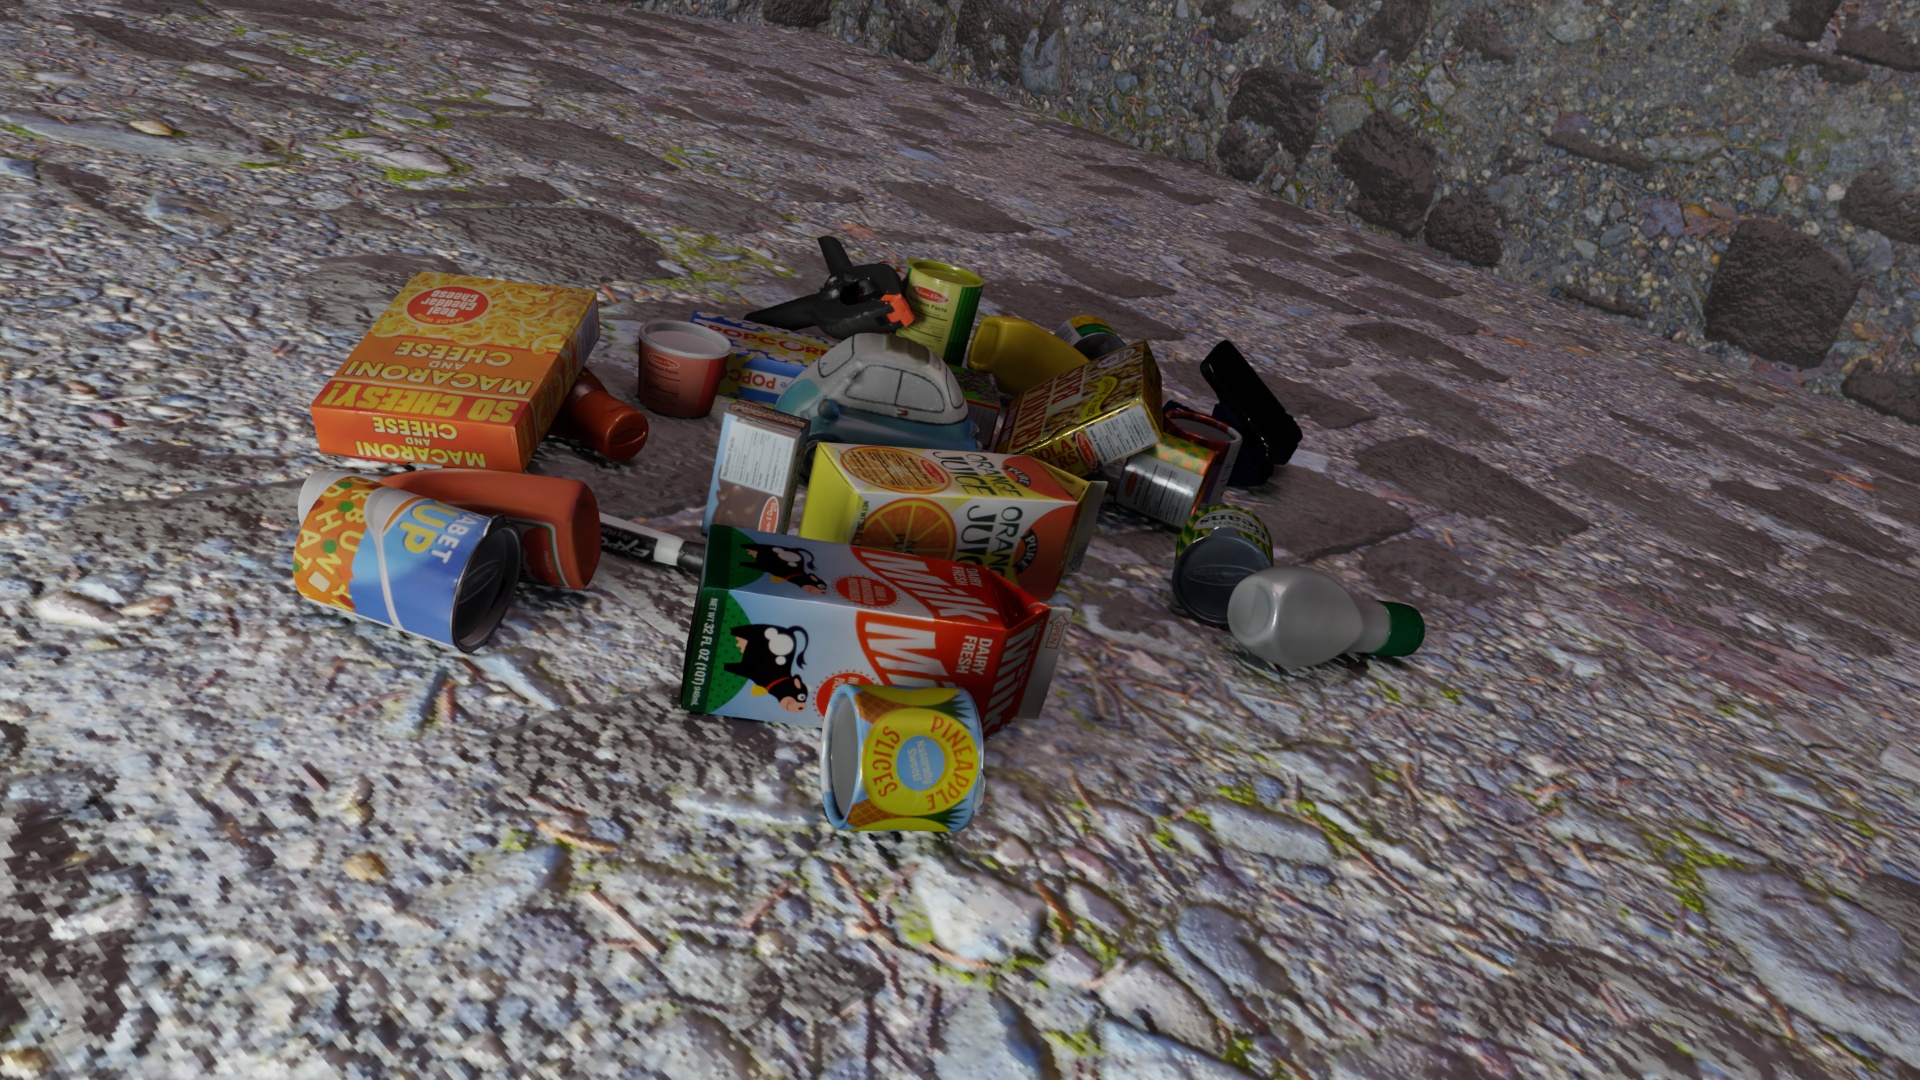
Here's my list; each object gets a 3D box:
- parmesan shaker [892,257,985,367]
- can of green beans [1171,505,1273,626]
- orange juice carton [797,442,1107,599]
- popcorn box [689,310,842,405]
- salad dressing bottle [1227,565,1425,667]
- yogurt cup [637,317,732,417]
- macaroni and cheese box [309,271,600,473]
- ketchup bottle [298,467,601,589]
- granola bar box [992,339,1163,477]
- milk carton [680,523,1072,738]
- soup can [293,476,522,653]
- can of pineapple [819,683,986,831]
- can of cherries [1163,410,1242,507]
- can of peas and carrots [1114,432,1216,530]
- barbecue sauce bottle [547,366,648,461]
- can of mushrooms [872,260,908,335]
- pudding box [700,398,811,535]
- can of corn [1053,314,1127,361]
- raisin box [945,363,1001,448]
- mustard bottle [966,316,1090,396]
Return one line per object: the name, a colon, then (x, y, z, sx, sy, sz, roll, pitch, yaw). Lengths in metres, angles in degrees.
parmesan shaker: (-0.026, -0.182, 1.192, 0.071, 0.102, 0.071, 13, 24, -6)
can of green beans: (0.176, 0.016, 0.927, 0.071, 0.071, 0.058, 17, 24, 4)
orange juice carton: (0.003, -0.011, 0.876, 0.193, 0.071, 0.073, 2, 27, -27)
popcorn box: (-0.156, -0.142, 1.106, 0.127, 0.038, 0.085, 11, 25, -10)
salad dressing bottle: (0.240, 0.052, 0.899, 0.148, 0.064, 0.044, 9, 4, -34)
yogurt cup: (-0.206, -0.125, 1.021, 0.072, 0.053, 0.073, 13, 24, -6)
macaroni and cheese box: (-0.311, -0.108, 0.877, 0.124, 0.040, 0.167, 6, 39, 1)
ketchup bottle: (-0.268, -0.011, 0.733, 0.149, 0.064, 0.044, 7, 47, 3)
granola bar box: (0.091, -0.094, 1.065, 0.124, 0.039, 0.166, -23, 18, 16)
milk carton: (-0.041, 0.051, 0.714, 0.191, 0.072, 0.074, 10, 24, -13)
soup can: (-0.266, 0.008, 0.675, 0.084, 0.071, 0.071, 17, 24, 5)
can of pineapple: (-0.027, 0.098, 0.626, 0.058, 0.070, 0.071, 5, 26, -21)
can of cherries: (0.185, -0.067, 1.122, 0.071, 0.058, 0.072, 13, 24, -6)
can of peas and carrots: (0.156, -0.048, 1.053, 0.059, 0.070, 0.071, 22, 25, 13)
barbecue sauce bottle: (-0.272, -0.099, 0.937, 0.149, 0.043, 0.065, 30, 33, 28)
can of mushrooms: (-0.067, -0.228, 1.310, 0.033, 0.070, 0.071, 24, 25, 17)
pudding box: (-0.125, -0.038, 0.846, 0.050, 0.083, 0.030, 16, 21, 3)
can of corn: (0.124, -0.172, 1.304, 0.071, 0.071, 0.058, 8, 24, -15)
raisin box: (-0.033, -0.119, 1.129, 0.123, 0.040, 0.086, 13, 24, -9)
mustard bottle: (0.078, -0.149, 1.230, 0.160, 0.065, 0.049, 18, 4, -41)
